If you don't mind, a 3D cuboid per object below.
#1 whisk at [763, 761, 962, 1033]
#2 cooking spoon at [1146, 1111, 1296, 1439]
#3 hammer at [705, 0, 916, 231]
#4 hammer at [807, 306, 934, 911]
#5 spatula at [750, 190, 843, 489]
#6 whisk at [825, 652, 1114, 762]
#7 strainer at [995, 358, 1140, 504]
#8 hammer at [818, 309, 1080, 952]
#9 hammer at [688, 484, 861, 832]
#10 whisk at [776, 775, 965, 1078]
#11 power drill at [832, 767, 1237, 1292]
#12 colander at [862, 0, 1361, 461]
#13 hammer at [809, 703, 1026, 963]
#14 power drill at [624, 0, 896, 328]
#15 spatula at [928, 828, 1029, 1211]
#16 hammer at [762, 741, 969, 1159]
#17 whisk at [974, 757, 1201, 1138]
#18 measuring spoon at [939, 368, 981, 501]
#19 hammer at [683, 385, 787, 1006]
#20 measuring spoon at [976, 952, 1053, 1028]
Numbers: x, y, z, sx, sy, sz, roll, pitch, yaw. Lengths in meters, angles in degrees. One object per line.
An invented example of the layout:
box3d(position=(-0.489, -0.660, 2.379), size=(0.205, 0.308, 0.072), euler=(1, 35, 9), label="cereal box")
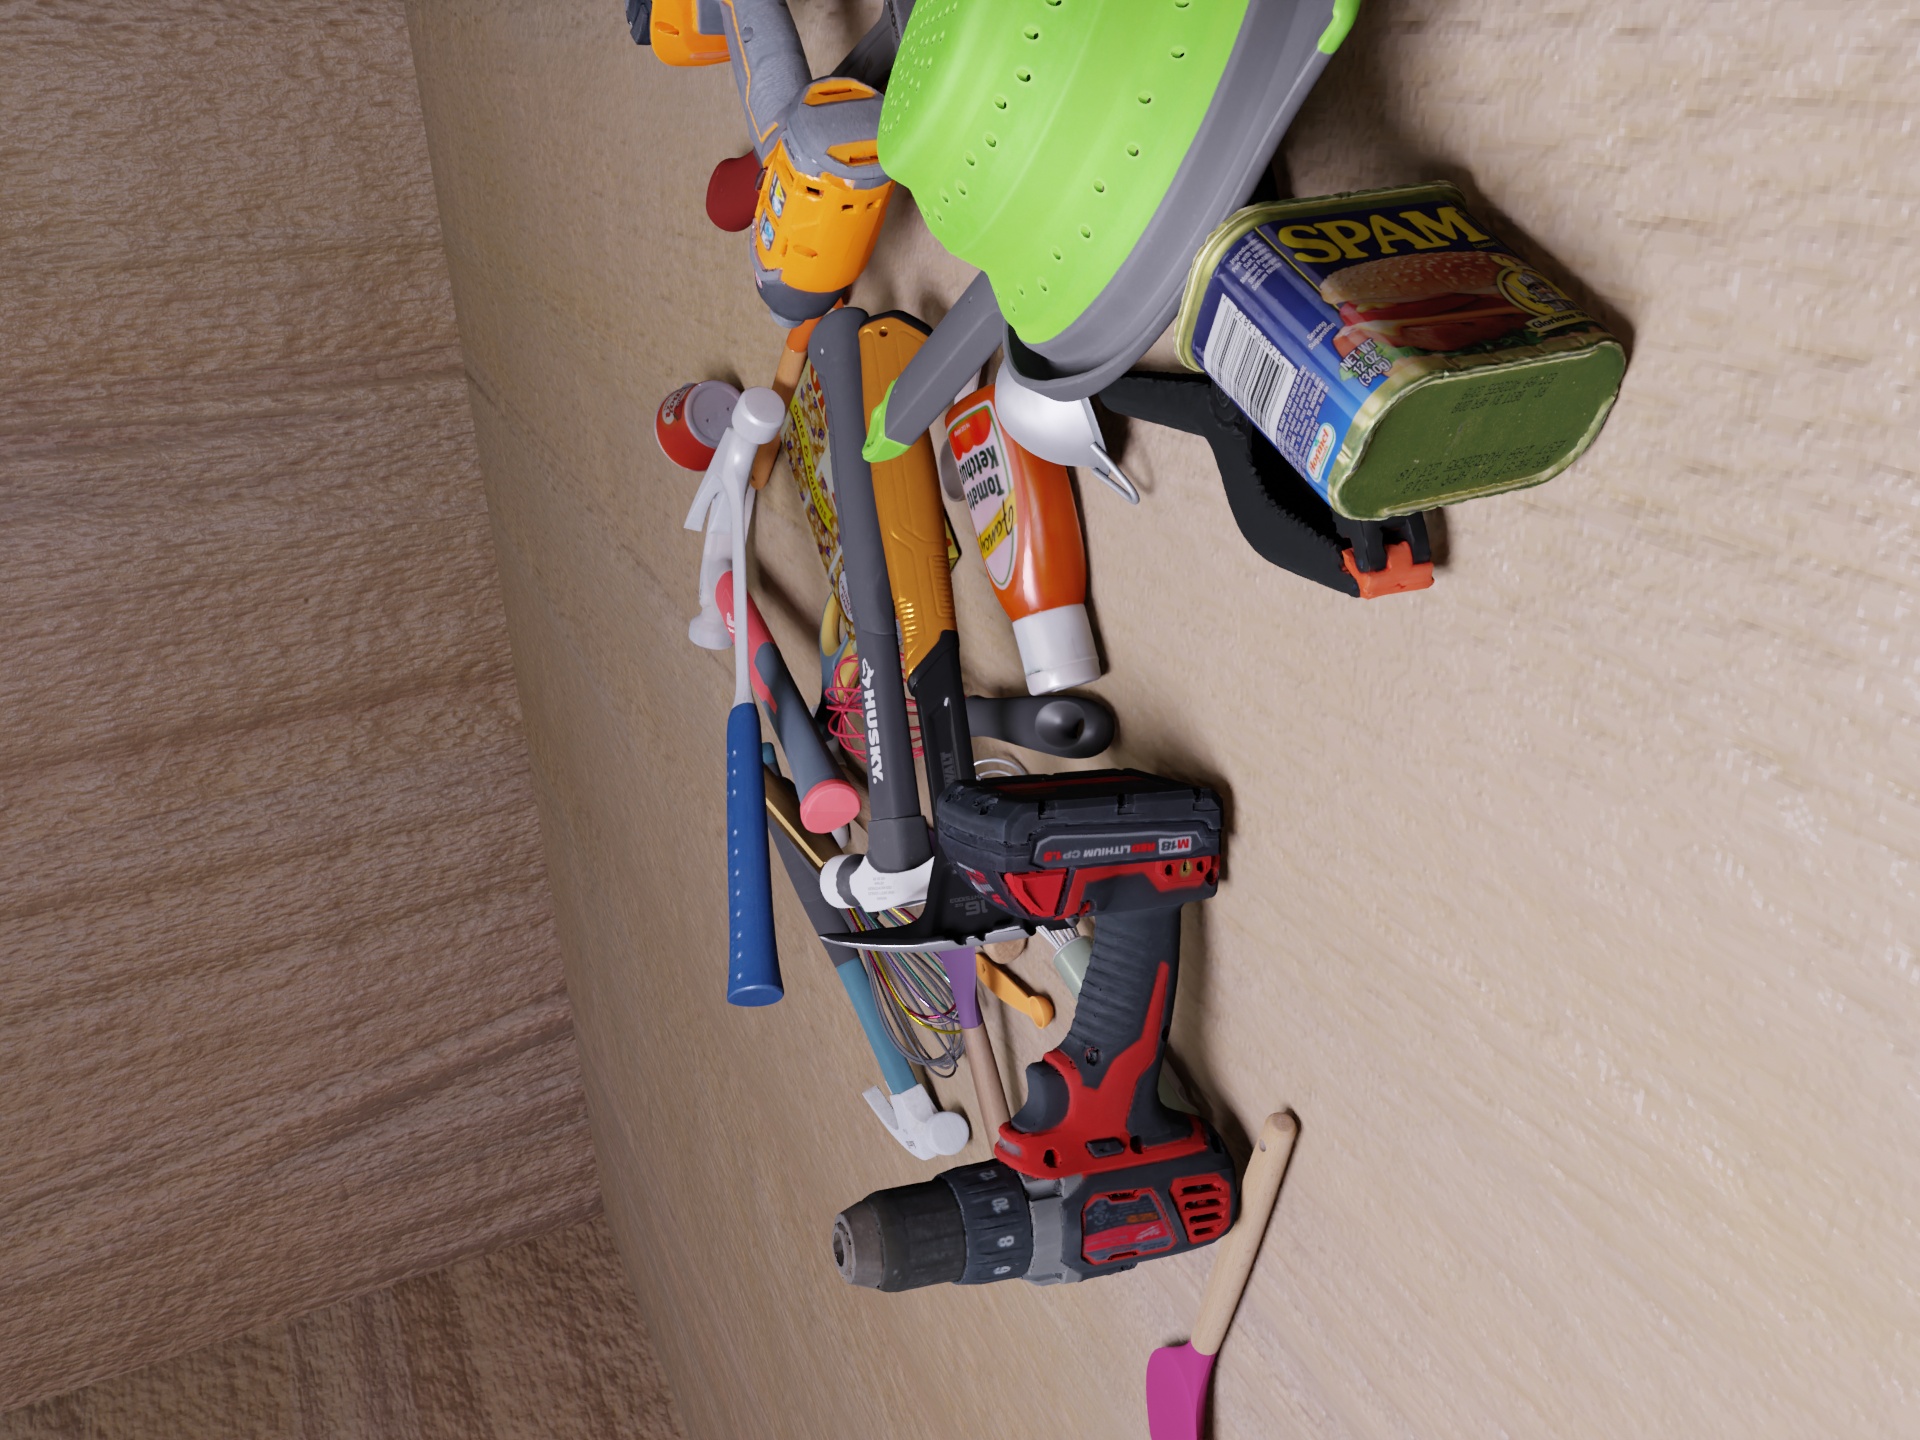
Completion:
box3d(position=(-0.074, 0.111, 1.045), size=(0.245, 0.047, 0.051), euler=(47, 167, 22), label="whisk")
box3d(position=(0.128, 0.299, 0.798), size=(0.069, 0.017, 0.318), euler=(-114, 23, -46), label="cooking spoon")
box3d(position=(-0.088, -0.342, 0.946), size=(0.359, 0.036, 0.149), euler=(-177, 75, -67), label="hammer")
box3d(position=(-0.046, -0.063, 0.882), size=(0.146, 0.035, 0.335), euler=(-12, 83, 55), label="hammer")
box3d(position=(-0.123, -0.239, 1.079), size=(0.081, 0.041, 0.322), euler=(53, 155, 9), label="spatula")
box3d(position=(-0.001, -0.003, 0.900), size=(0.296, 0.073, 0.073), euler=(6, 108, 60), label="whisk")
box3d(position=(0.024, -0.208, 0.739), size=(0.086, 0.050, 0.259), euler=(68, -173, -71), label="strainer")
box3d(position=(-0.025, -0.051, 0.814), size=(0.034, 0.127, 0.337), euler=(39, -138, -72), label="hammer")
box3d(position=(-0.133, -0.049, 1.123), size=(0.387, 0.038, 0.143), euler=(-125, 43, -57), label="hammer")
box3d(position=(-0.067, 0.138, 1.084), size=(0.239, 0.055, 0.055), euler=(56, 153, 12), label="whisk")
box3d(position=(0.033, 0.141, 0.706), size=(0.080, 0.187, 0.226), euler=(-166, 74, -67), label="power drill")
box3d(position=(0.002, -0.198, 0.600), size=(0.397, 0.094, 0.205), euler=(147, 138, -63), label="colander")
box3d(position=(-0.042, 0.077, 1.072), size=(0.332, 0.031, 0.130), euler=(-146, 47, -59), label="hammer")
box3d(position=(-0.107, -0.331, 0.851), size=(0.227, 0.084, 0.164), euler=(67, 156, 14), label="power drill")
box3d(position=(0.014, 0.209, 0.978), size=(0.060, 0.018, 0.315), euler=(22, 129, 59), label="spatula")
box3d(position=(-0.088, 0.166, 1.175), size=(0.331, 0.033, 0.128), euler=(65, 159, 8), label="hammer")
box3d(position=(0.057, 0.115, 0.843), size=(0.247, 0.059, 0.057), euler=(58, -172, 32), label="whisk")
box3d(position=(0.009, -0.174, 0.839), size=(0.034, 0.018, 0.124), euler=(51, 140, 47), label="measuring spoon")
box3d(position=(-0.143, -0.014, 1.044), size=(0.144, 0.035, 0.406), euler=(134, 136, -54), label="hammer")
box3d(position=(0.032, 0.163, 0.974), size=(0.117, 0.011, 0.021), euler=(-158, 58, -68), label="measuring spoon")
